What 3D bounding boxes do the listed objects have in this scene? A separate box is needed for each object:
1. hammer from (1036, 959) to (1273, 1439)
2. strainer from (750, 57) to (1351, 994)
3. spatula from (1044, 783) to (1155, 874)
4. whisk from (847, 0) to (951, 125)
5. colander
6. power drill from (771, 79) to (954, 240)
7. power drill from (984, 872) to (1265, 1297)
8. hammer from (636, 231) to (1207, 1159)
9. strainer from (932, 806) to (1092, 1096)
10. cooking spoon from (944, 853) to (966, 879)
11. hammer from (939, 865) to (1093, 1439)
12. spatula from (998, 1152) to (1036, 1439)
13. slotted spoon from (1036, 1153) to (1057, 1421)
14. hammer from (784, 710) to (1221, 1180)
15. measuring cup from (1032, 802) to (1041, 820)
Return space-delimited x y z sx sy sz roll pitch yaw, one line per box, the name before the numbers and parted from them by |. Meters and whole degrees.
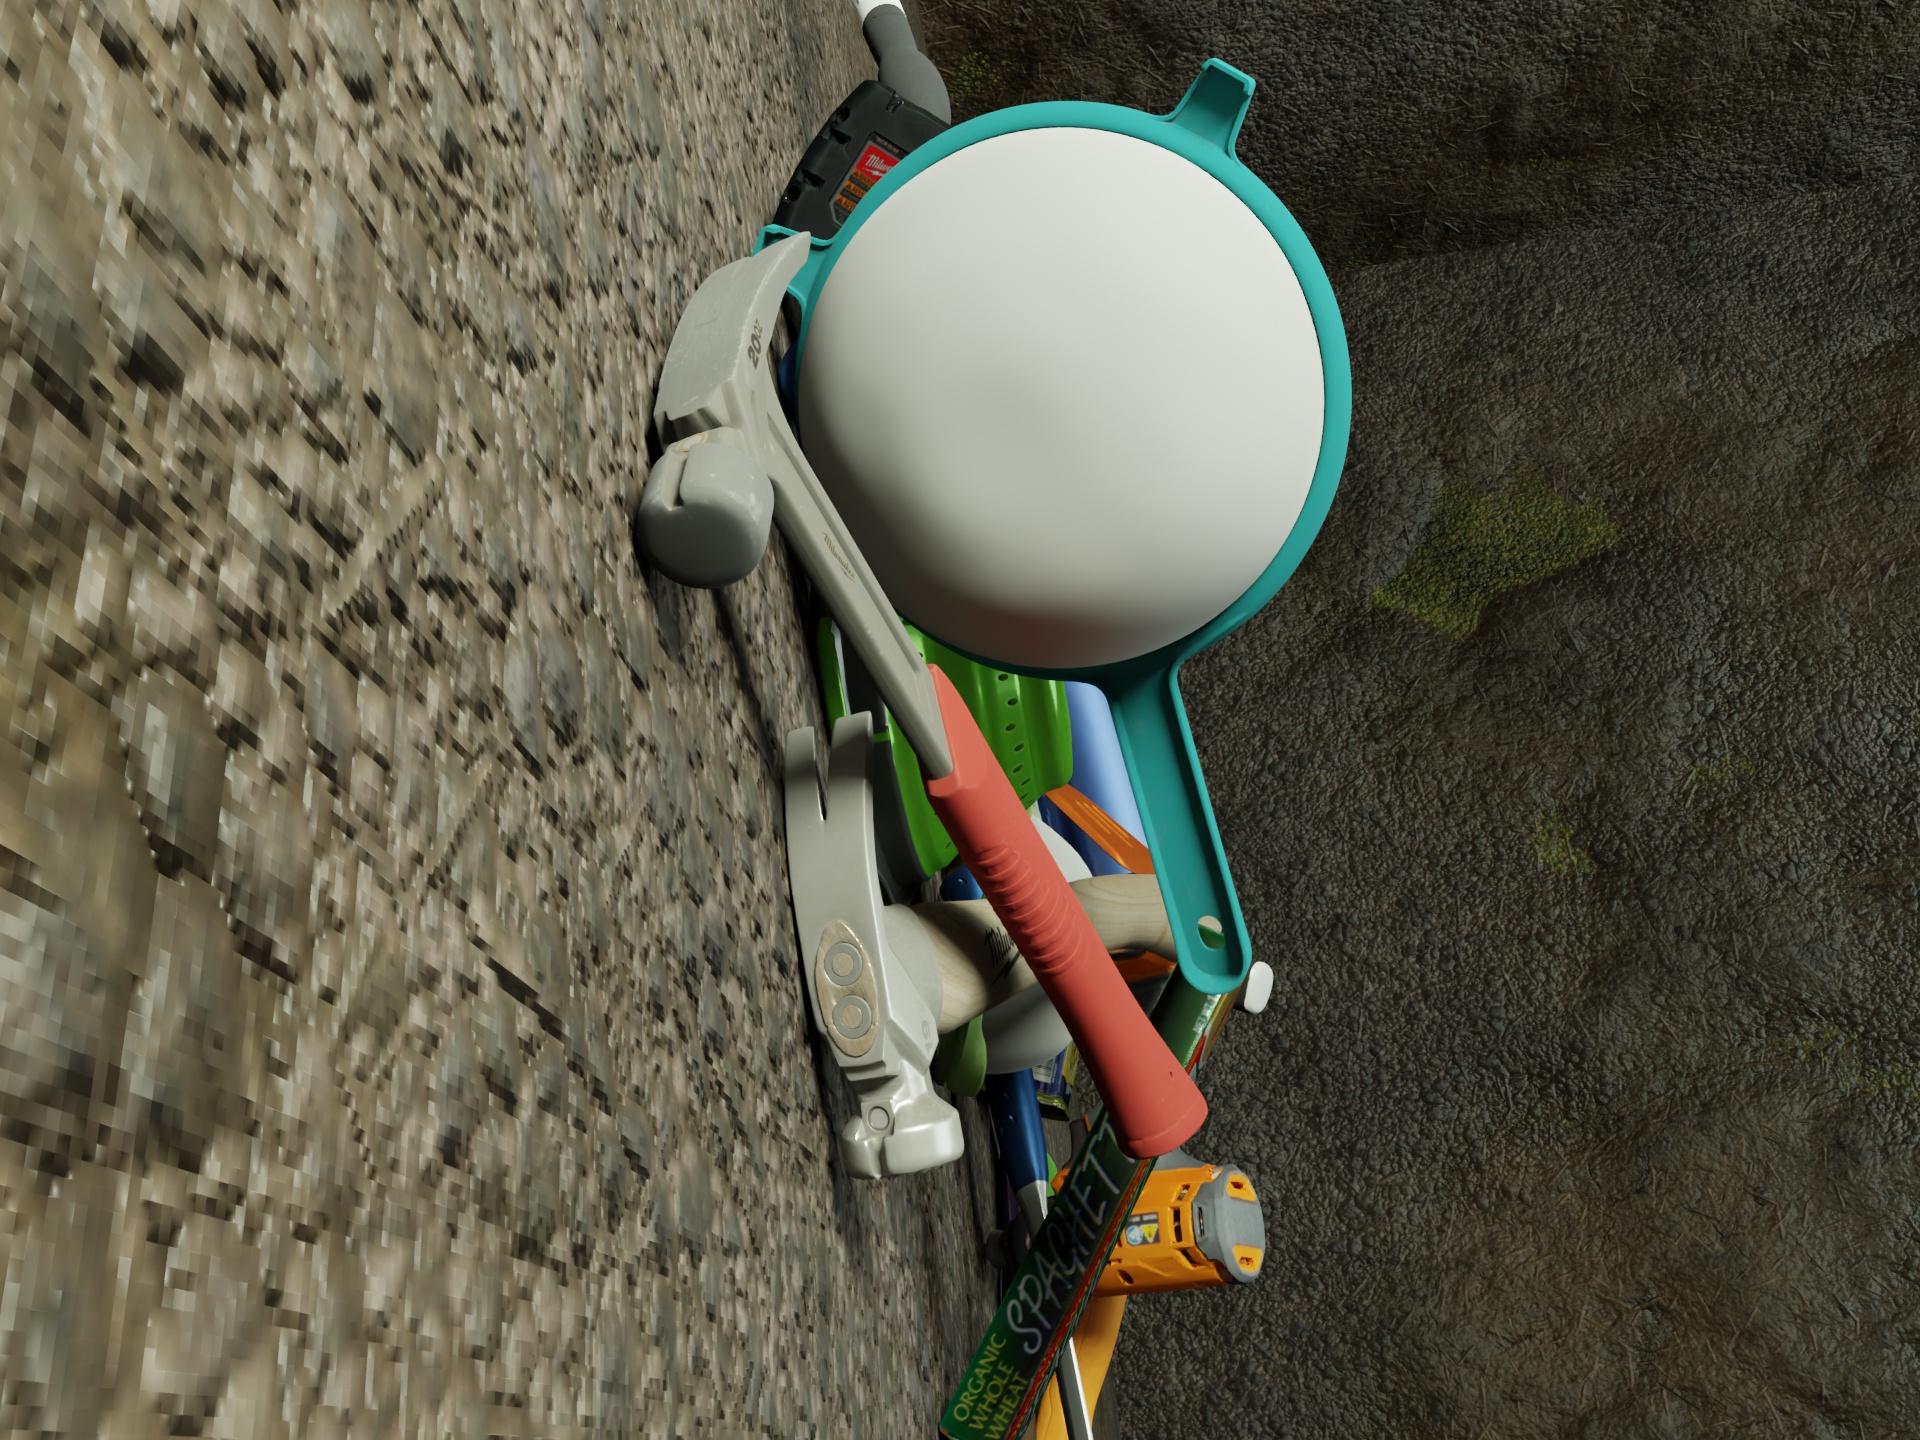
hammer | 0.090 0.296 0.964 0.034 0.127 0.337 29 74 -51
strainer | 0.043 -0.044 0.564 0.095 0.211 0.340 -42 117 -66
spatula | 0.033 -0.044 0.931 0.081 0.041 0.323 20 45 -62
whisk | -0.046 -0.362 0.786 0.070 0.070 0.285 76 -2 -51
colander | 0.003 -0.037 0.810 0.397 0.094 0.204 -80 161 -76
power drill | -0.013 -0.208 0.745 0.078 0.143 0.219 -57 178 4
power drill | 0.081 0.214 0.922 0.084 0.164 0.227 30 49 -50
hammer | 0.006 0.023 0.526 0.149 0.037 0.358 -86 153 -49
strainer | 0.034 0.125 0.748 0.256 0.069 0.151 -67 172 -80
cooking spoon | 0.030 -0.001 1.105 0.319 0.017 0.068 -72 174 -46
hammer | 0.036 0.262 0.842 0.144 0.035 0.406 123 -35 -45
spatula | 0.033 0.362 0.961 0.316 0.018 0.059 -92 178 -63
slotted spoon | 0.055 0.425 1.024 0.070 0.031 0.314 110 -19 -60
hammer | 0.044 0.079 0.683 0.410 0.038 0.146 6 72 -67
measuring cup | 0.034 0.096 1.086 0.167 0.038 0.083 179 -96 -86
